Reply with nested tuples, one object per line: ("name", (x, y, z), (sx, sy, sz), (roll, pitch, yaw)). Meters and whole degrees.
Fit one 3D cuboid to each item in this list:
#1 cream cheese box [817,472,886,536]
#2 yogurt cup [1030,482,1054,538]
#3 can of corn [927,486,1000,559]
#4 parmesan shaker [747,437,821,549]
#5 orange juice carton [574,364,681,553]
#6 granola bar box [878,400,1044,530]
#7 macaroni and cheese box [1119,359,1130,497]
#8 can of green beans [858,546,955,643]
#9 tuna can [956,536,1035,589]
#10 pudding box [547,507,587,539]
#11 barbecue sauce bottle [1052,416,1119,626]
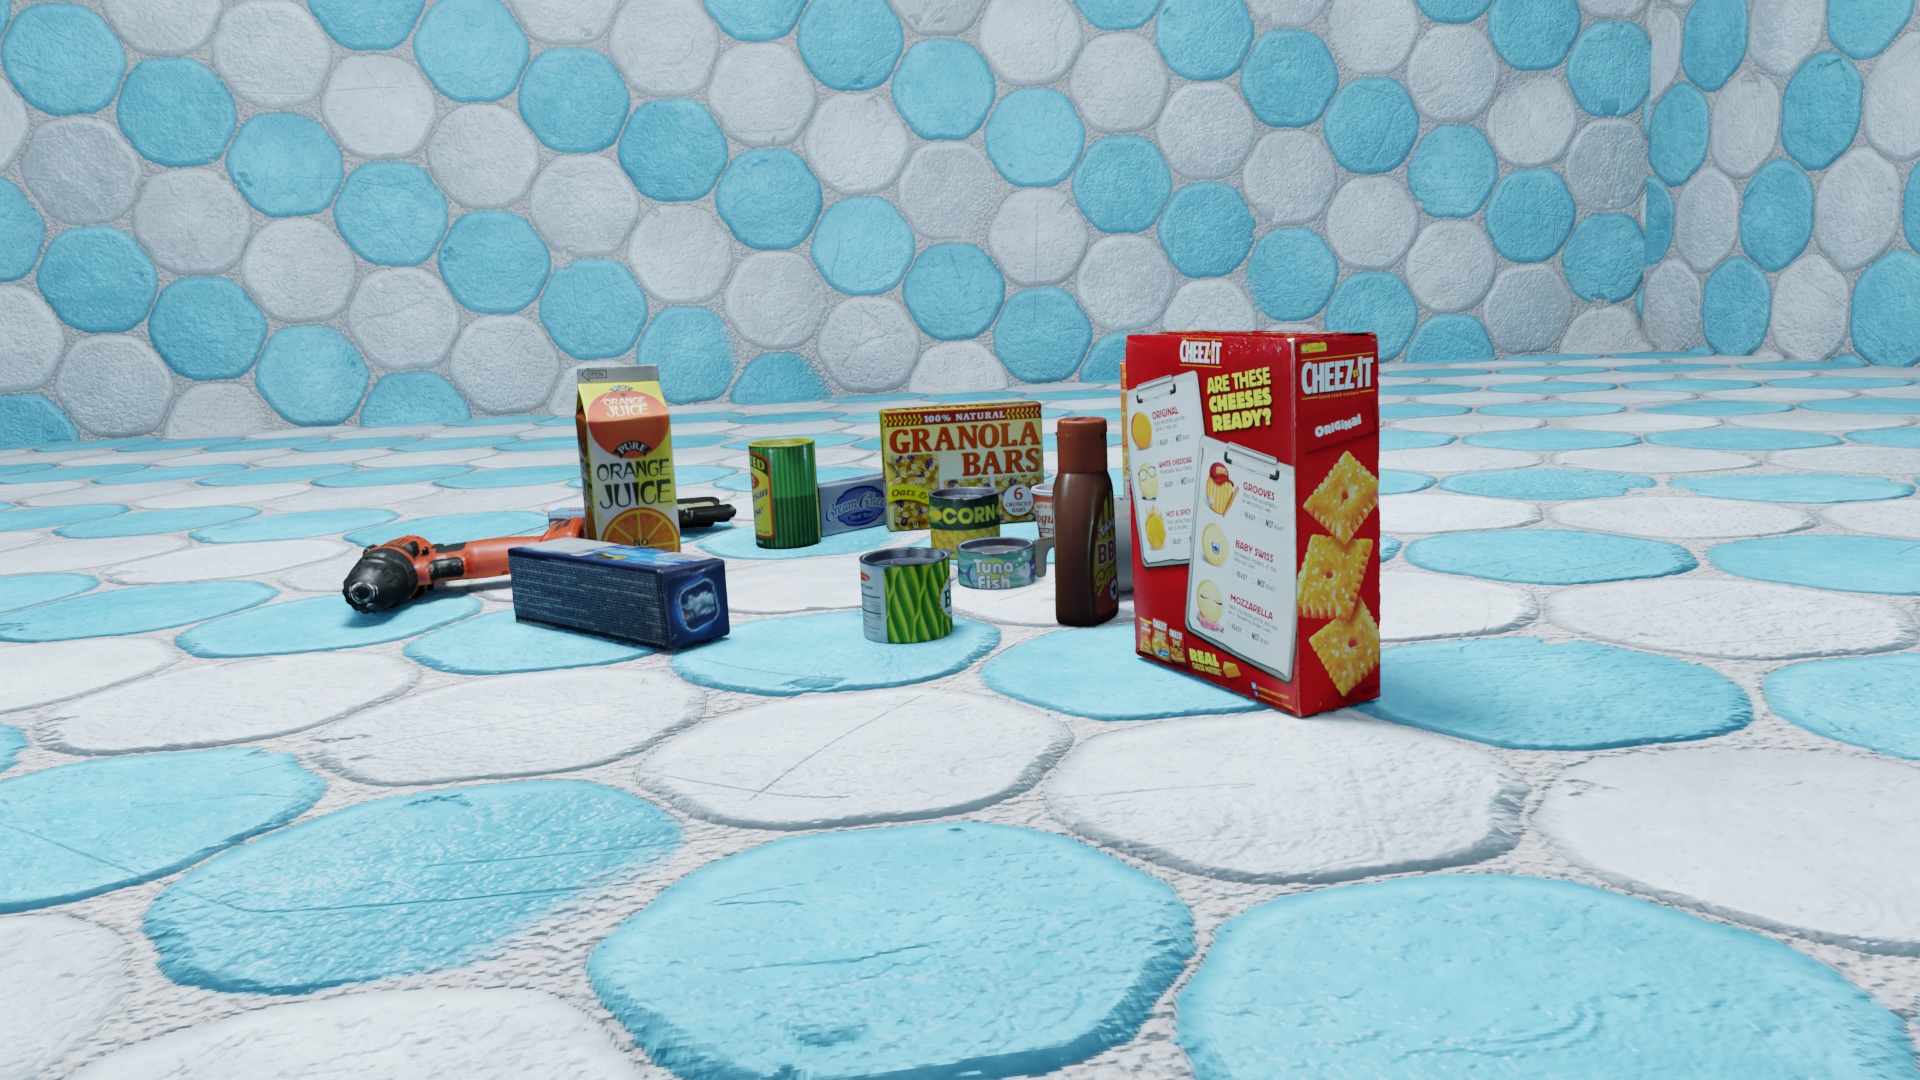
("cream cheese box", (-0.111, -0.038, 1.443), (0.104, 0.053, 0.024), (-12, 13, -40))
("yogurt cup", (0.102, -0.026, 1.322), (0.072, 0.053, 0.072), (-3, 10, 1))
("can of corn", (0.005, -0.016, 1.285), (0.071, 0.058, 0.071), (-3, 10, 1))
("parmesan shaker", (-0.173, -0.047, 1.373), (0.071, 0.103, 0.071), (-3, 10, 1))
("orange juice carton", (-0.291, -0.056, 1.213), (0.072, 0.192, 0.073), (-7, 11, -22))
("granola bar box", (0.003, -0.078, 1.434), (0.166, 0.124, 0.039), (-4, 10, -8))
("macaroni and cheese box", (0.211, -0.102, 1.394), (0.040, 0.166, 0.124), (6, 13, 40))
("can of green beans", (-0.039, 0.039, 1.006), (0.071, 0.057, 0.071), (-3, 10, 1))
("tuna can", (0.030, 0.019, 1.161), (0.071, 0.032, 0.071), (-3, 11, 1))
("pudding box", (-0.356, -0.007, 1.353), (0.084, 0.049, 0.030), (-1, 10, 12))
("barbecue sauce bottle", (0.091, -0.015, 1.016), (0.043, 0.148, 0.065), (2, 11, 24))
